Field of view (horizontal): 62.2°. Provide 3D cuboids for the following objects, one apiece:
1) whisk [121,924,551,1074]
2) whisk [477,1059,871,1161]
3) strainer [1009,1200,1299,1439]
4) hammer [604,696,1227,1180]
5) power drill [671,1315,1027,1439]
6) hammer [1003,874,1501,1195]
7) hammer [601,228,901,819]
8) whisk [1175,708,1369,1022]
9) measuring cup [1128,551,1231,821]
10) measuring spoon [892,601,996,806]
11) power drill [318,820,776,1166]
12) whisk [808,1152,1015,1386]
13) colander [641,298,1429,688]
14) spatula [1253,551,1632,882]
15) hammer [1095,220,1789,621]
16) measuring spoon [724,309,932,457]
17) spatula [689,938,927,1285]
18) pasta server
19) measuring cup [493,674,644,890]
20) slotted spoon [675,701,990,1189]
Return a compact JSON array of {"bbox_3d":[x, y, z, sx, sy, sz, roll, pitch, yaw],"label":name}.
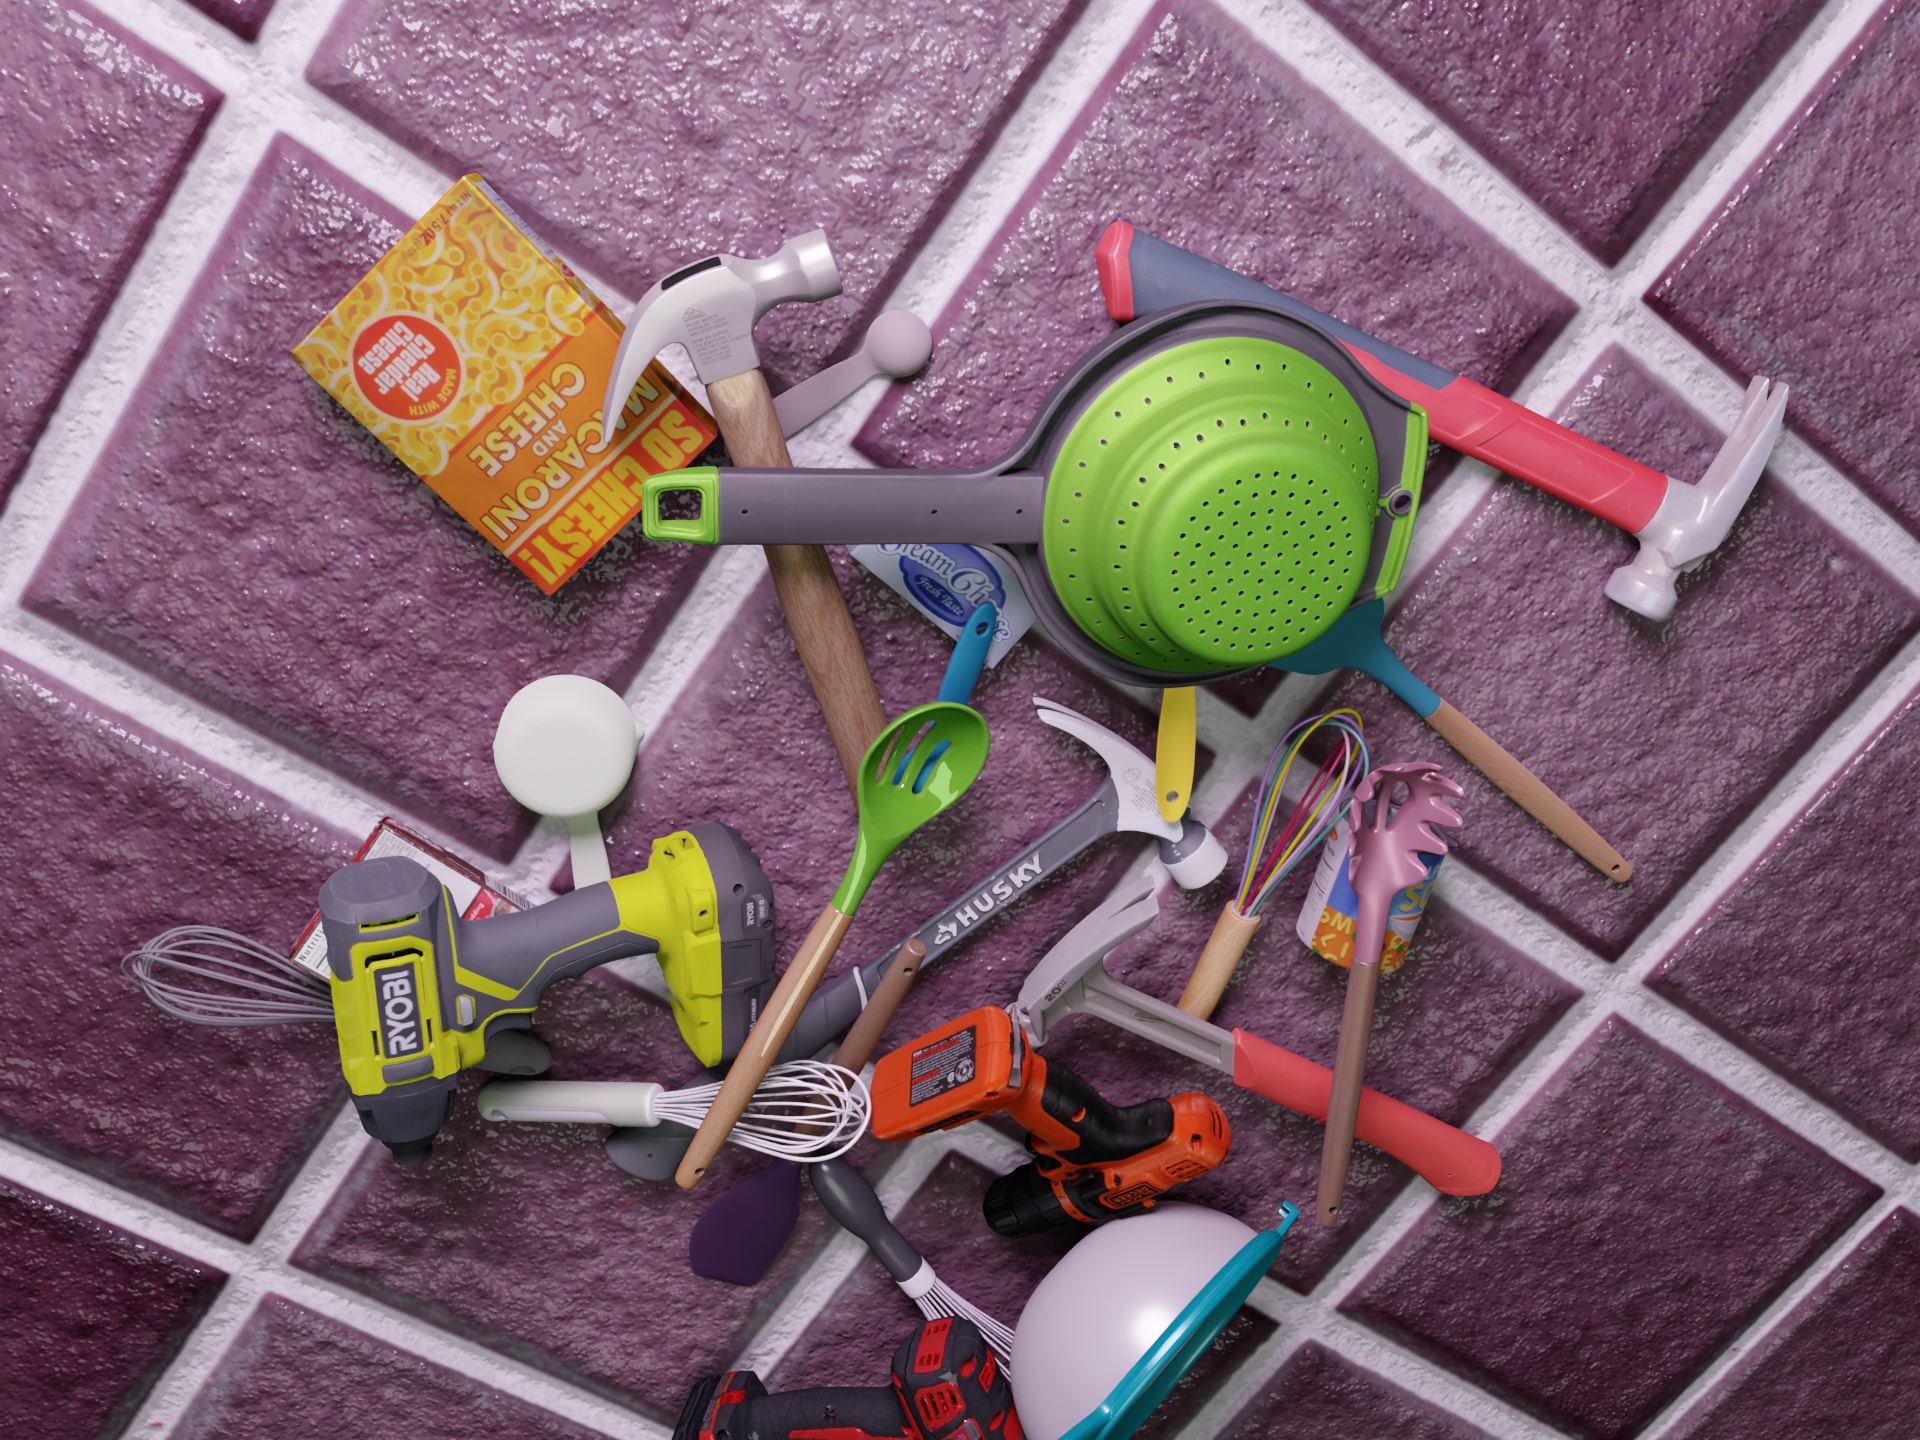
[{"bbox_3d":[-0.351,0.167,0.908,0.238,0.055,0.055,20,108,-19],"label":"whisk"},{"bbox_3d":[-0.169,0.224,0.920,0.246,0.059,0.057,-2,141,15],"label":"whisk"},{"bbox_3d":[0.066,0.373,0.937,0.095,0.340,0.211,40,110,25],"label":"strainer"},{"bbox_3d":[-0.047,0.146,0.940,0.409,0.036,0.149,-37,110,9],"label":"hammer"},{"bbox_3d":[-0.062,0.467,1.011,0.219,0.079,0.143,-19,106,17],"label":"power drill"},{"bbox_3d":[0.202,0.212,0.971,0.358,0.037,0.149,27,123,-22],"label":"hammer"},{"bbox_3d":[-0.083,-0.074,0.817,0.130,0.031,0.331,-18,123,-2],"label":"hammer"},{"bbox_3d":[0.178,0.096,0.932,0.051,0.047,0.244,31,121,19],"label":"whisk"},{"bbox_3d":[0.119,-0.020,0.889,0.062,0.029,0.156,-1,107,-7],"label":"measuring cup"},{"bbox_3d":[-0.001,-0.003,0.862,0.042,0.021,0.128,5,116,-34],"label":"measuring spoon"},{"bbox_3d":[-0.217,0.144,0.856,0.223,0.080,0.171,-9,116,-25],"label":"power drill"},{"bbox_3d":[-0.012,0.383,1.031,0.070,0.070,0.284,-34,107,7],"label":"whisk"},{"bbox_3d":[0.051,-0.090,0.757,0.397,0.095,0.204,-2,116,-11],"label":"colander"},{"bbox_3d":[0.292,0.013,0.923,0.317,0.044,0.082,36,106,-20],"label":"spatula"},{"bbox_3d":[0.253,-0.185,0.841,0.386,0.038,0.143,21,107,-14],"label":"hammer"},{"bbox_3d":[-0.069,-0.169,0.819,0.124,0.018,0.034,-31,112,7],"label":"measuring spoon"},{"bbox_3d":[-0.092,0.243,0.952,0.059,0.018,0.315,20,121,-17],"label":"spatula"},{"bbox_3d":[0.231,0.163,0.907,0.060,0.040,0.316,-1,112,-9],"label":"pasta server"},{"bbox_3d":[-0.212,0.059,0.881,0.083,0.038,0.167,-6,110,-4],"label":"measuring cup"},{"bbox_3d":[-0.078,0.122,0.858,0.070,0.031,0.313,23,101,-37],"label":"slotted spoon"}]
